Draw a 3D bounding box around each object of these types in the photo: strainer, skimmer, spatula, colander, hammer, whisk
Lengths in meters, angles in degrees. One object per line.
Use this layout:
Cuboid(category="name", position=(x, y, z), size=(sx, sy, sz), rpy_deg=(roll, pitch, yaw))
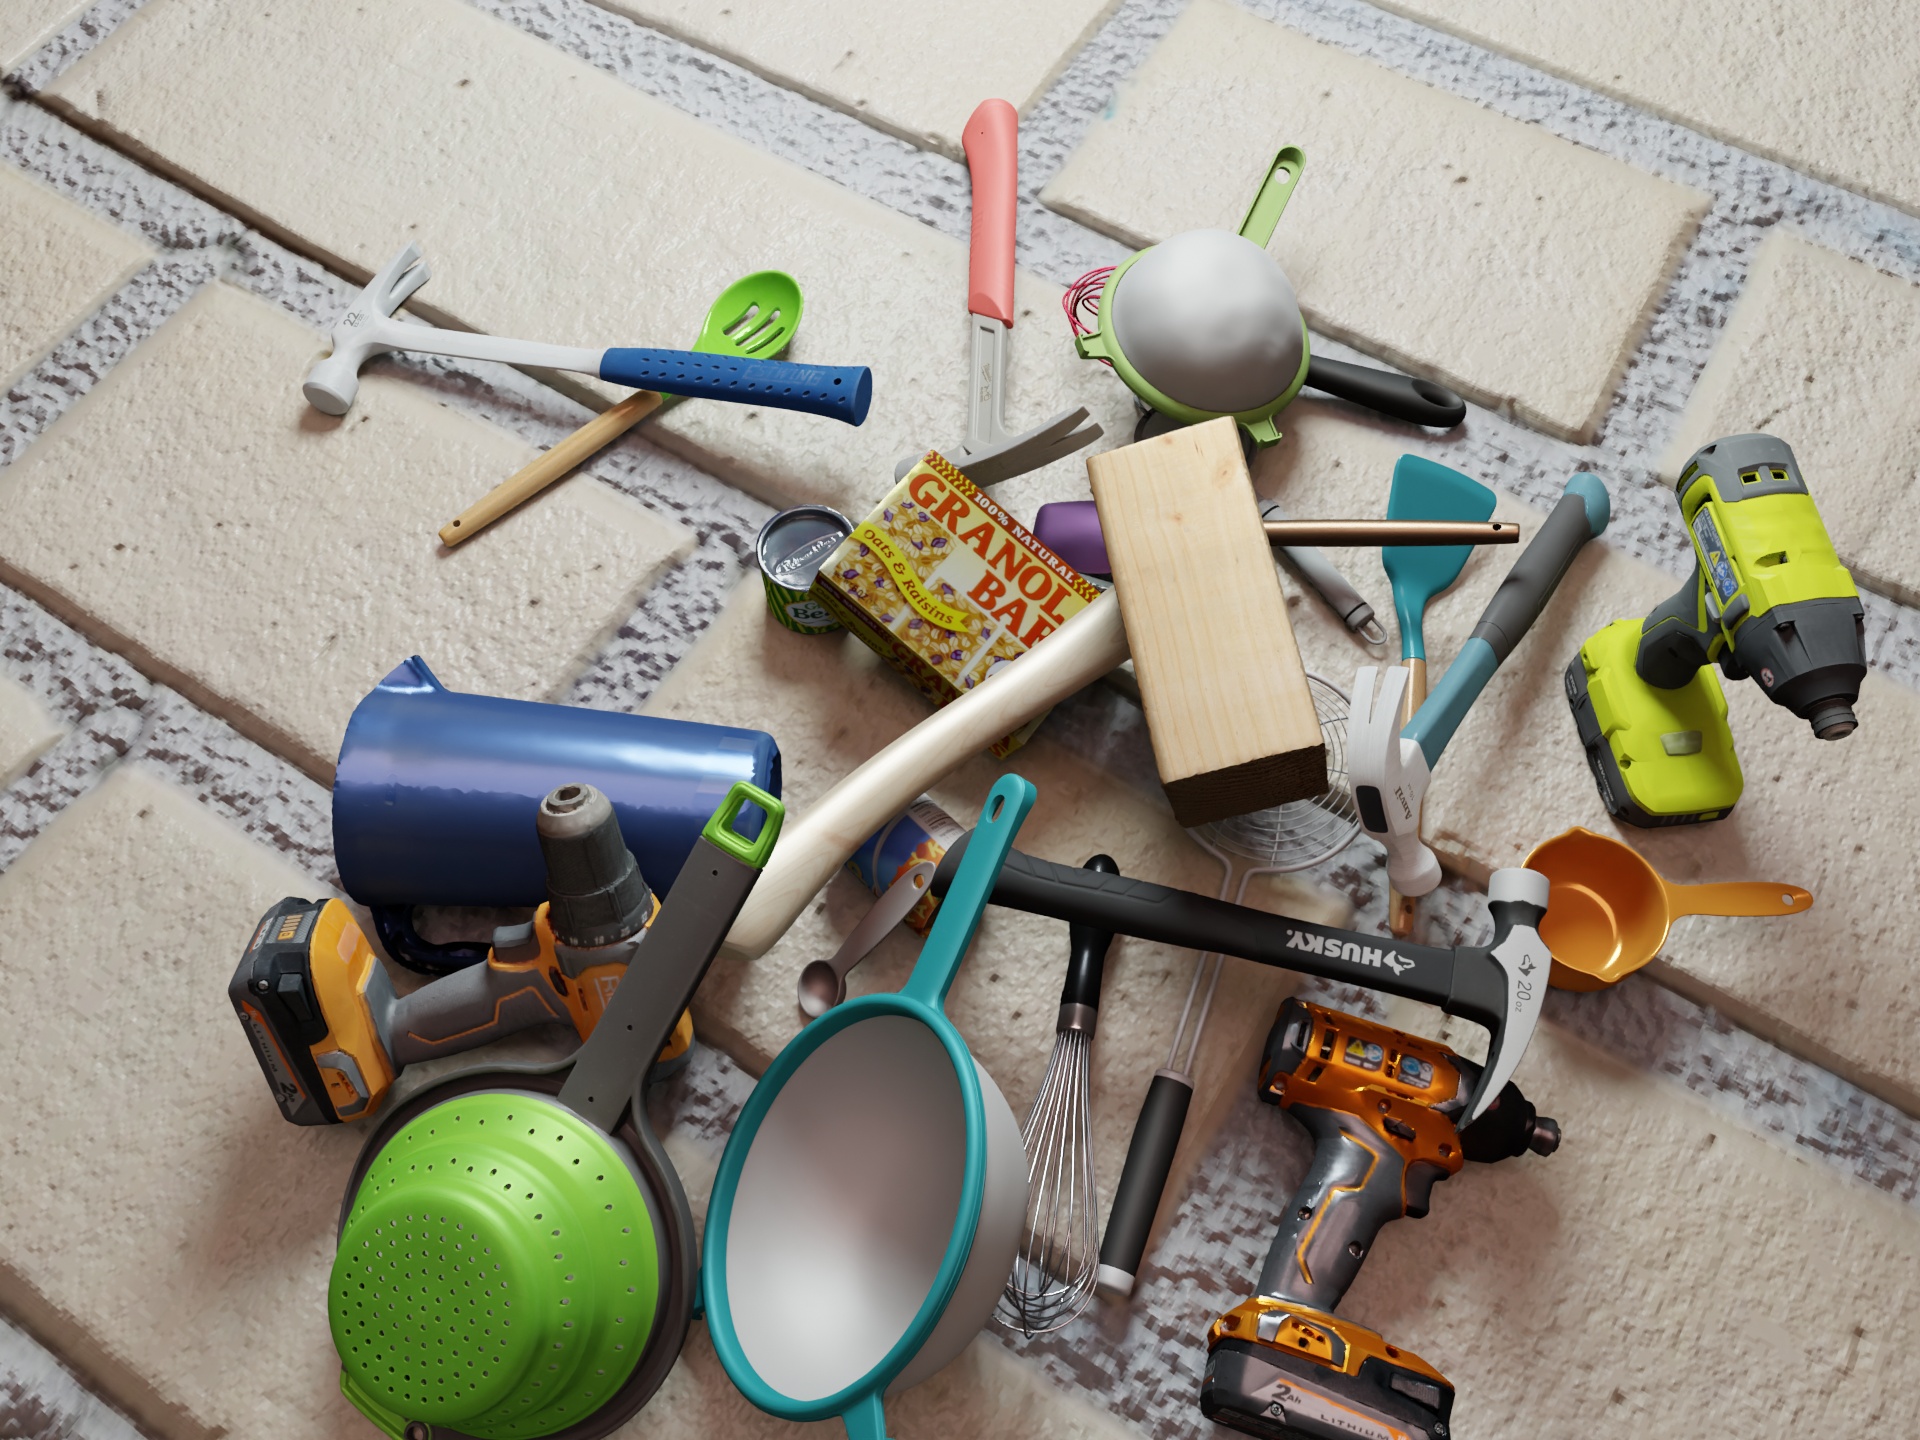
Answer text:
Cuboid(category="strainer", position=(0.203, -0.149, 1.080), size=(0.087, 0.050, 0.259), rpy_deg=(-32, 70, -17))
Cuboid(category="skimmer", position=(0.143, 0.141, 0.906), size=(0.127, 0.090, 0.363), rpy_deg=(19, 65, 7))
Cuboid(category="strainer", position=(-0.010, 0.199, 0.837), size=(0.211, 0.095, 0.340), rpy_deg=(7, 70, 53))
Cuboid(category="spatula", position=(0.199, -0.121, 1.041), size=(0.316, 0.018, 0.060), rpy_deg=(2, 63, 18))
Cuboid(category="colander", position=(-0.203, 0.208, 0.789), size=(0.204, 0.094, 0.397), rpy_deg=(29, 93, 12))
Cuboid(category="spatula", position=(0.292, -0.018, 1.009), size=(0.082, 0.044, 0.318), rpy_deg=(19, 64, -19))
Cuboid(category="hammer", position=(0.030, -0.320, 1.144), size=(0.149, 0.036, 0.359), rpy_deg=(-16, 55, 29))
Cuboid(category="strainer", position=(0.193, -0.316, 1.078), size=(0.151, 0.069, 0.256), rpy_deg=(27, 66, 0))
Cuboid(category="whisk", position=(0.061, 0.201, 0.897), size=(0.070, 0.070, 0.285), rpy_deg=(9, 59, 6))
Cuboid(category="hammer", position=(0.148, 0.120, 0.872), size=(0.335, 0.035, 0.146), rpy_deg=(12, 64, 8))
Cuboid(category="hammer", position=(0.331, -0.048, 0.991), size=(0.033, 0.128, 0.331), rpy_deg=(3, 41, 47))
Cuboid(category="hammer", position=(-0.257, -0.257, 1.118), size=(0.405, 0.035, 0.144), rpy_deg=(10, 63, 14))
Cuboid(category="whisk", position=(0.214, -0.256, 1.125), size=(0.296, 0.073, 0.073), rpy_deg=(16, 65, 2))
Cuboid(category="hammer", position=(-0.001, -0.003, 0.937), size=(0.410, 0.038, 0.146), rpy_deg=(-36, 82, -27))

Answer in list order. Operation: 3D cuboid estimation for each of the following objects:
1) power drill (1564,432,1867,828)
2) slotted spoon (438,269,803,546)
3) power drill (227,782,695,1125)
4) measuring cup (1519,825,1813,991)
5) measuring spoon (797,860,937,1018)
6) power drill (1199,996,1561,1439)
Cuboid(category="power drill", position=(0.433, -0.031, 0.912), size=(0.080, 0.223, 0.171), rpy_deg=(-6, 63, -2))
Cuboid(category="slotted spoon", position=(-0.238, -0.219, 1.129), size=(0.314, 0.031, 0.070), rpy_deg=(-39, 69, -15))
Cuboid(category="power drill", position=(-0.272, 0.129, 0.872), size=(0.226, 0.185, 0.084), rpy_deg=(-8, 30, -1))
Cuboid(category="measuring cup", position=(0.406, 0.115, 0.937), size=(0.173, 0.052, 0.095), rpy_deg=(-1, 63, -2))
Cuboid(category="measuring spoon", position=(-0.050, 0.127, 0.925), size=(0.124, 0.018, 0.034), rpy_deg=(-48, 54, 18))
Cuboid(category="power drill", position=(0.225, 0.274, 0.846), size=(0.164, 0.084, 0.227), rpy_deg=(16, 61, 8))
